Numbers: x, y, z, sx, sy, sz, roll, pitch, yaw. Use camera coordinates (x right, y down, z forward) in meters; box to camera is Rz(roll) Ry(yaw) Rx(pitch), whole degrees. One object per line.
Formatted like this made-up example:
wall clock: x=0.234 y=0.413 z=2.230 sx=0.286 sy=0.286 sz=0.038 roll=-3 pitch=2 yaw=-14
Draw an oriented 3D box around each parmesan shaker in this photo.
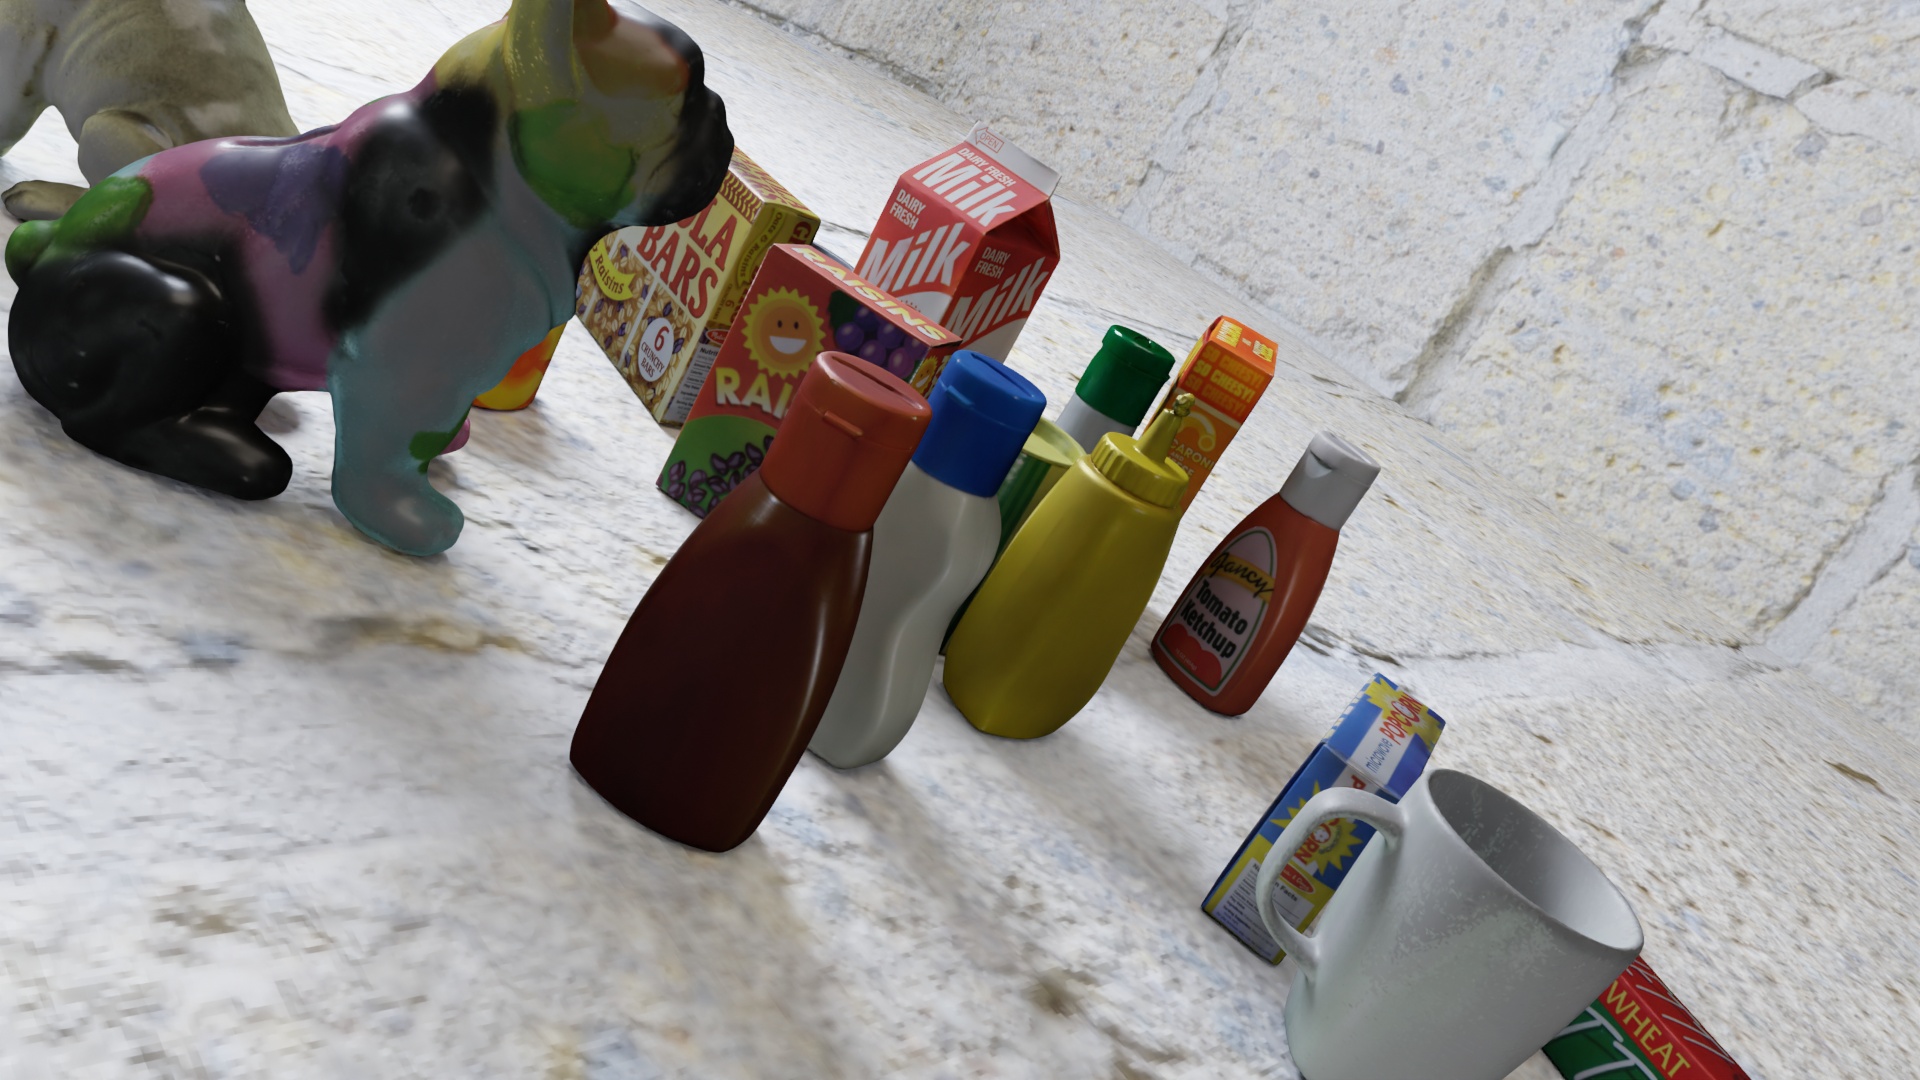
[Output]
parmesan shaker: x=0.002 y=-0.008 z=0.616 sx=0.071 sy=0.102 sz=0.071 roll=26 pitch=19 yaw=-10

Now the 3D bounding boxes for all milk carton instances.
milk carton: x=-0.013 y=-0.130 z=0.765 sx=0.072 sy=0.190 sz=0.073 roll=42 pitch=22 yaw=31

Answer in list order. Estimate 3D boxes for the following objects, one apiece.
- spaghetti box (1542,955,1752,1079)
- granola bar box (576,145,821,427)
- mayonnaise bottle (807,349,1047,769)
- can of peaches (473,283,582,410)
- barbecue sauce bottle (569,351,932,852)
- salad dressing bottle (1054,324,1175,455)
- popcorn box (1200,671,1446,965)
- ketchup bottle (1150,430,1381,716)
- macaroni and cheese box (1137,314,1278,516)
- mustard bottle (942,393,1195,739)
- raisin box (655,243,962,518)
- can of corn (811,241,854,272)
spaghetti box: x=0.263 y=0.198 z=0.555 sx=0.029 sy=0.050 sz=0.251 roll=20 pitch=22 yaw=-27
granola bar box: x=-0.148 y=-0.150 z=0.724 sx=0.039 sy=0.123 sz=0.166 roll=11 pitch=27 yaw=-43
mayonnaise bottle: x=-0.020 y=0.006 z=0.485 sx=0.065 sy=0.147 sz=0.041 roll=39 pitch=21 yaw=26
can of peaches: x=-0.210 y=-0.098 z=0.608 sx=0.071 sy=0.058 sz=0.071 roll=26 pitch=20 yaw=-10
barbecue sauce bottle: x=-0.058 y=0.017 z=0.404 sx=0.065 sy=0.148 sz=0.044 roll=31 pitch=19 yaw=3
salad dressing bottle: x=0.055 y=-0.036 z=0.691 sx=0.044 sy=0.147 sz=0.064 roll=32 pitch=19 yaw=6
popcorn box: x=0.151 y=0.109 z=0.565 sx=0.038 sy=0.085 sz=0.127 roll=36 pitch=20 yaw=17
ketchup bottle: x=0.159 y=0.015 z=0.711 sx=0.043 sy=0.148 sz=0.065 roll=11 pitch=27 yaw=-43
macaroni and cheese box: x=0.105 y=-0.034 z=0.729 sx=0.040 sy=0.166 sz=0.124 roll=31 pitch=19 yaw=4
mustard bottle: x=0.052 y=0.007 z=0.564 sx=0.065 sy=0.159 sz=0.049 roll=10 pitch=27 yaw=-45
raisin box: x=-0.067 y=-0.055 z=0.606 sx=0.086 sy=0.123 sz=0.040 roll=34 pitch=19 yaw=12
can of corn: x=-0.108 y=-0.161 z=0.907 sx=0.071 sy=0.058 sz=0.071 roll=26 pitch=20 yaw=-10
